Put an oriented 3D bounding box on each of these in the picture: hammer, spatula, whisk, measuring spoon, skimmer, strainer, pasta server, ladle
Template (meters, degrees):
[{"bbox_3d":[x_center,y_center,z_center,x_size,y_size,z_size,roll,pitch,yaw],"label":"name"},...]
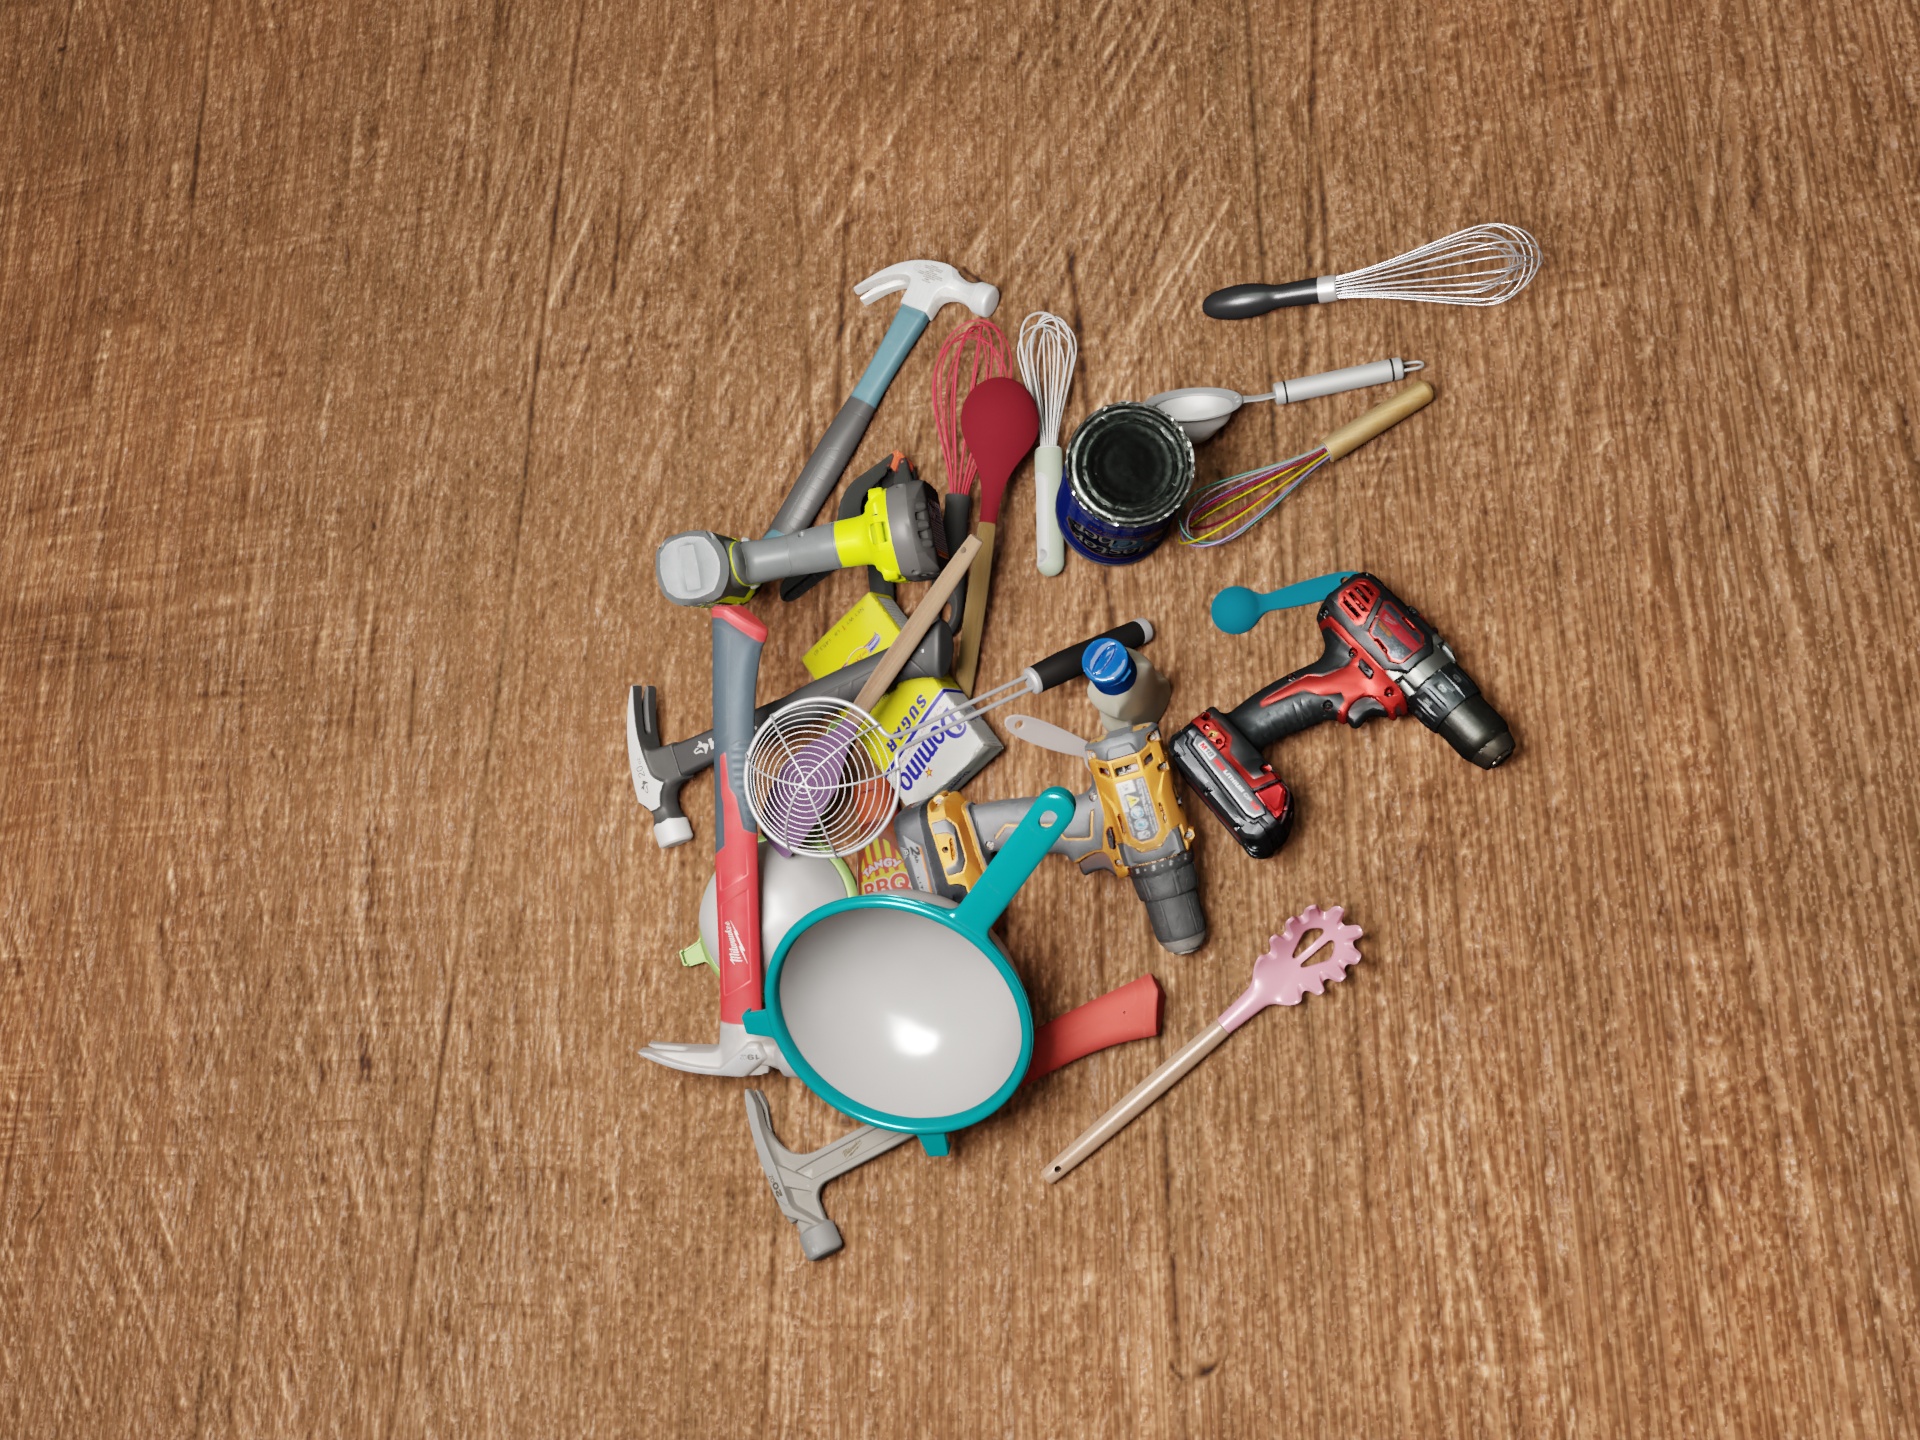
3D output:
[{"bbox_3d":[-0.097,-0.284,1.483,0.128,0.033,0.331,28,85,21],"label":"hammer"},{"bbox_3d":[-0.076,-0.022,1.308,0.060,0.018,0.316,45,108,30],"label":"spatula"},{"bbox_3d":[0.001,-0.219,1.424,0.073,0.073,0.296,4,82,18],"label":"whisk"},{"bbox_3d":[0.347,-0.373,1.359,0.284,0.070,0.070,-3,74,23],"label":"whisk"},{"bbox_3d":[-0.198,0.099,1.299,0.143,0.038,0.386,1,97,13],"label":"hammer"},{"bbox_3d":[0.082,0.014,1.306,0.034,0.124,0.018,-61,35,13],"label":"measuring spoon"},{"bbox_3d":[-0.002,-0.004,1.299,0.363,0.090,0.127,-25,88,-26],"label":"skimmer"},{"bbox_3d":[-0.006,0.162,1.207,0.211,0.095,0.340,34,117,-1],"label":"strainer"},{"bbox_3d":[-0.150,0.114,1.368,0.151,0.069,0.256,16,82,21],"label":"strainer"},{"bbox_3d":[0.000,0.292,1.290,0.359,0.036,0.149,-30,69,8],"label":"hammer"},{"bbox_3d":[0.267,-0.276,1.362,0.258,0.050,0.087,-10,29,9],"label":"strainer"},{"bbox_3d":[0.288,-0.217,1.341,0.245,0.047,0.051,-32,80,2],"label":"whisk"},{"bbox_3d":[0.184,0.257,1.241,0.316,0.040,0.060,-42,78,4],"label":"pasta server"},{"bbox_3d":[0.019,-0.146,1.384,0.069,0.031,0.315,8,89,-2],"label":"ladle"},{"bbox_3d":[0.270,-0.105,1.322,0.128,0.021,0.042,-14,71,15],"label":"measuring spoon"},{"bbox_3d":[0.078,-0.247,1.412,0.058,0.059,0.246,-17,70,56],"label":"whisk"},{"bbox_3d":[-0.151,-0.012,1.374,0.335,0.035,0.146,-23,80,24],"label":"hammer"}]

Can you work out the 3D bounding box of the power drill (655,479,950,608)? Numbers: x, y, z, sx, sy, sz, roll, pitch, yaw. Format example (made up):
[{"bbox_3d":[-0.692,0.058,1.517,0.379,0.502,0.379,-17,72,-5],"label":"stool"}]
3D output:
[{"bbox_3d":[-0.128,-0.140,1.353,0.228,0.190,0.080,-10,91,7],"label":"power drill"}]

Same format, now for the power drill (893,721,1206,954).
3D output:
[{"bbox_3d":[0.079,0.118,1.280,0.226,0.084,0.185,-17,93,13],"label":"power drill"}]

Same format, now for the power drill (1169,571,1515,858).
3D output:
[{"bbox_3d":[0.300,0.013,1.254,0.226,0.080,0.188,-39,68,1],"label":"power drill"}]
